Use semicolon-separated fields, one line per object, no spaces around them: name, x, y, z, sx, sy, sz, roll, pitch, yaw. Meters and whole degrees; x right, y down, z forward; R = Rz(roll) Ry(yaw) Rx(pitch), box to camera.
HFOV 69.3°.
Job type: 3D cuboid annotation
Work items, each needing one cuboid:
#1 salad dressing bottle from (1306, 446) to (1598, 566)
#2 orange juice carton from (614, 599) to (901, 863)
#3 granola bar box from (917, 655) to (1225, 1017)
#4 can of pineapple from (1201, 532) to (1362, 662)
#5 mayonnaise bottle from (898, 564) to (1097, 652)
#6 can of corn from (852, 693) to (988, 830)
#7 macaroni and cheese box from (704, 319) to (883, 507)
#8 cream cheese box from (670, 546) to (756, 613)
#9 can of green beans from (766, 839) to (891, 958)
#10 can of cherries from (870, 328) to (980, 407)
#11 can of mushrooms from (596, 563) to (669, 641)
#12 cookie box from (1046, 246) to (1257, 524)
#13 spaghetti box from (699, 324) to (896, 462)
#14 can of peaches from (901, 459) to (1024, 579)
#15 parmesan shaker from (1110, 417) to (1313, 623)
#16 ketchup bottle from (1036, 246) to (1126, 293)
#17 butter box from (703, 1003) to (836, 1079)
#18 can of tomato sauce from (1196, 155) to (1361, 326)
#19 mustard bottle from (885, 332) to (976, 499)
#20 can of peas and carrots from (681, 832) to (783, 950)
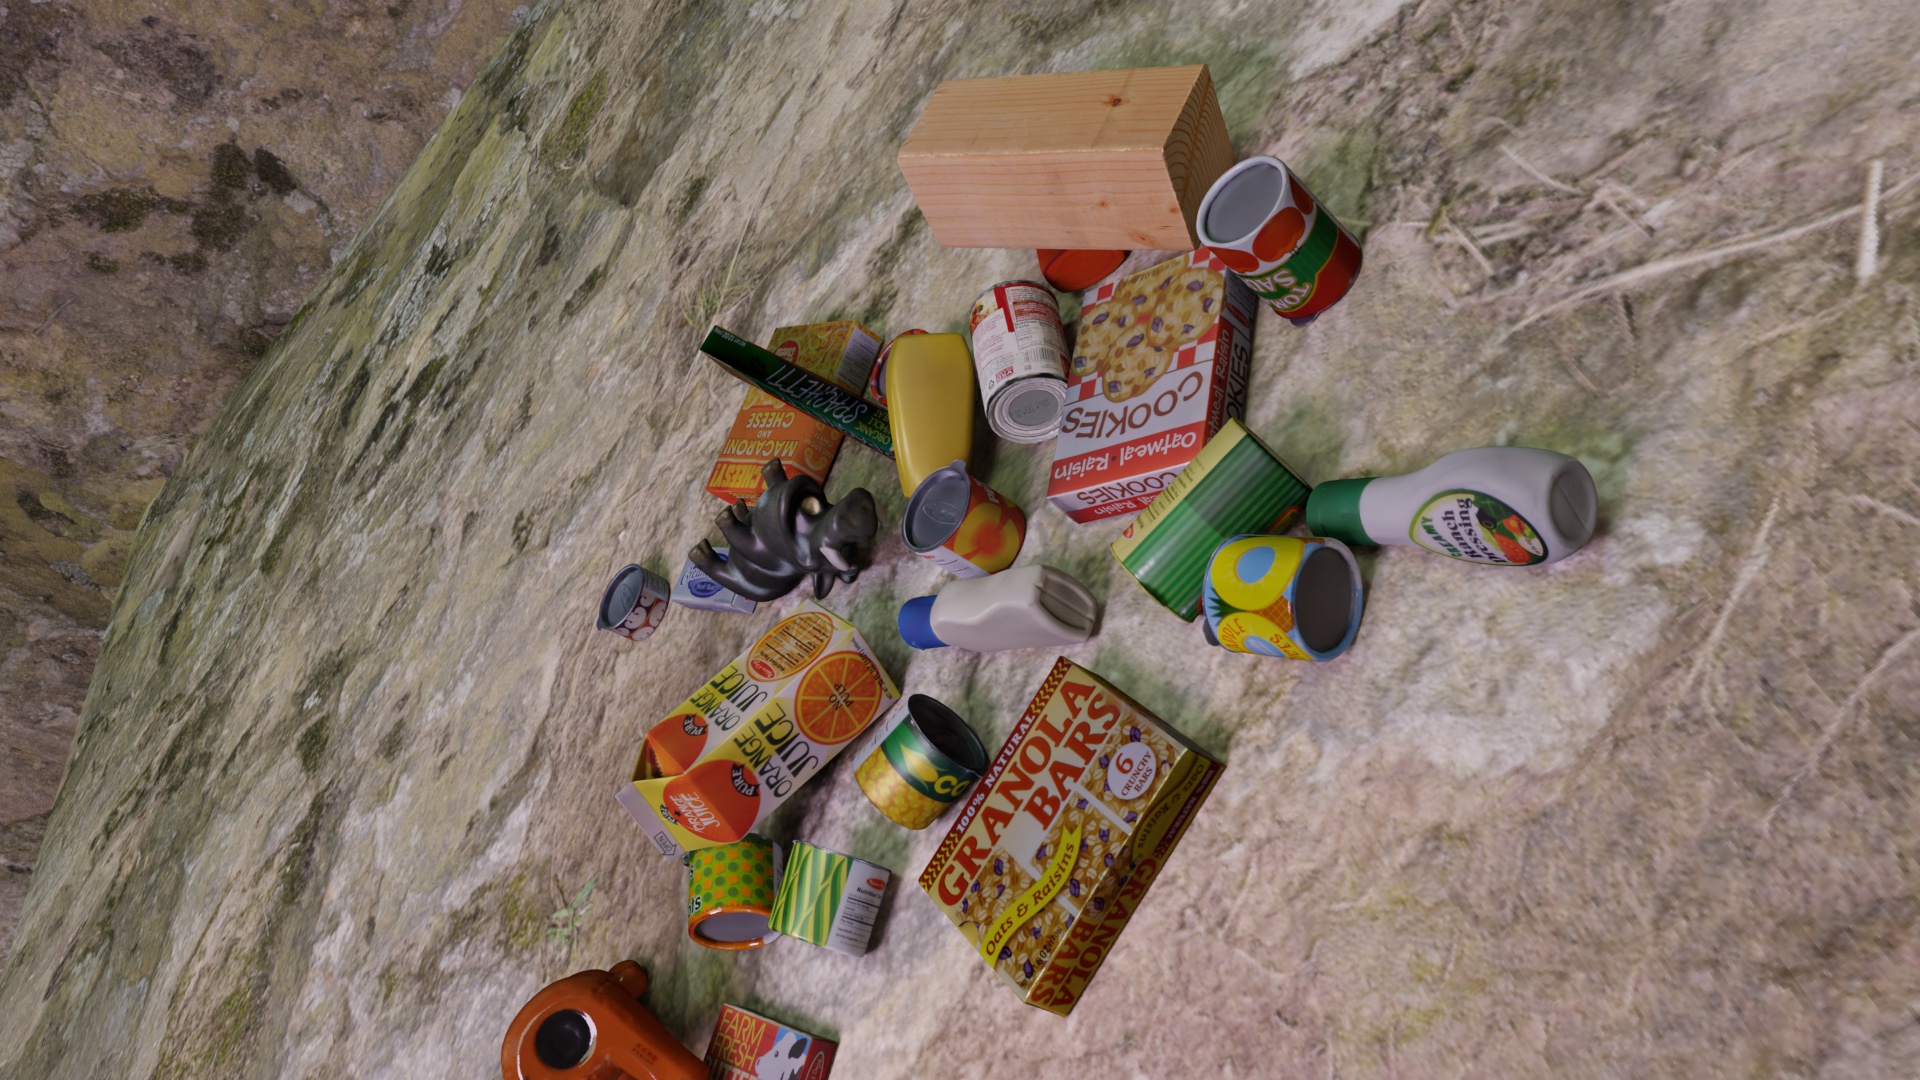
salad dressing bottle;0.242;-0.016;0.700;0.044;0.064;0.147;-52;25;-22
orange juice carton;-0.144;0.135;0.959;0.193;0.071;0.073;-41;33;-18
granola bar box;0.058;0.164;0.796;0.165;0.039;0.124;-58;37;1
can of pineapple;0.171;0.031;0.738;0.058;0.071;0.071;2;68;49
mayonnaise bottle;0.017;0.048;0.907;0.148;0.064;0.041;-11;55;49
can of corn;-0.024;0.143;0.885;0.058;0.071;0.071;-48;38;15
macaroni and cheese box;-0.146;-0.108;1.214;0.123;0.040;0.167;5;68;49
cream cheese box;-0.208;0.034;1.199;0.103;0.024;0.053;1;66;49
can of green beans;-0.084;0.230;0.890;0.071;0.071;0.058;0;66;49
can of cherries;-0.029;-0.123;1.076;0.071;0.058;0.072;-27;48;34
can of mushrooms;-0.302;0.059;1.281;0.071;0.033;0.071;-27;48;34
cookie box;0.126;-0.101;0.903;0.122;0.040;0.168;-14;55;43
spaghetti box;-0.118;-0.117;1.125;0.250;0.050;0.029;29;85;37
can of peaches;0.003;-0.012;0.964;0.071;0.058;0.071;-29;46;34
parmesan shaker;0.145;-0.011;0.795;0.103;0.071;0.071;-47;39;14
ketchup bottle;0.083;-0.256;1.053;0.064;0.043;0.149;-27;46;23
butter box;-0.126;0.337;0.898;0.103;0.024;0.053;-3;63;47
can of tomato sauce;0.193;-0.182;0.846;0.071;0.083;0.071;-28;46;34
mustard bottle;-0.020;-0.069;1.010;0.049;0.065;0.160;-139;47;-83
can of peas and carrots;-0.158;0.243;0.960;0.070;0.071;0.059;-35;44;28
